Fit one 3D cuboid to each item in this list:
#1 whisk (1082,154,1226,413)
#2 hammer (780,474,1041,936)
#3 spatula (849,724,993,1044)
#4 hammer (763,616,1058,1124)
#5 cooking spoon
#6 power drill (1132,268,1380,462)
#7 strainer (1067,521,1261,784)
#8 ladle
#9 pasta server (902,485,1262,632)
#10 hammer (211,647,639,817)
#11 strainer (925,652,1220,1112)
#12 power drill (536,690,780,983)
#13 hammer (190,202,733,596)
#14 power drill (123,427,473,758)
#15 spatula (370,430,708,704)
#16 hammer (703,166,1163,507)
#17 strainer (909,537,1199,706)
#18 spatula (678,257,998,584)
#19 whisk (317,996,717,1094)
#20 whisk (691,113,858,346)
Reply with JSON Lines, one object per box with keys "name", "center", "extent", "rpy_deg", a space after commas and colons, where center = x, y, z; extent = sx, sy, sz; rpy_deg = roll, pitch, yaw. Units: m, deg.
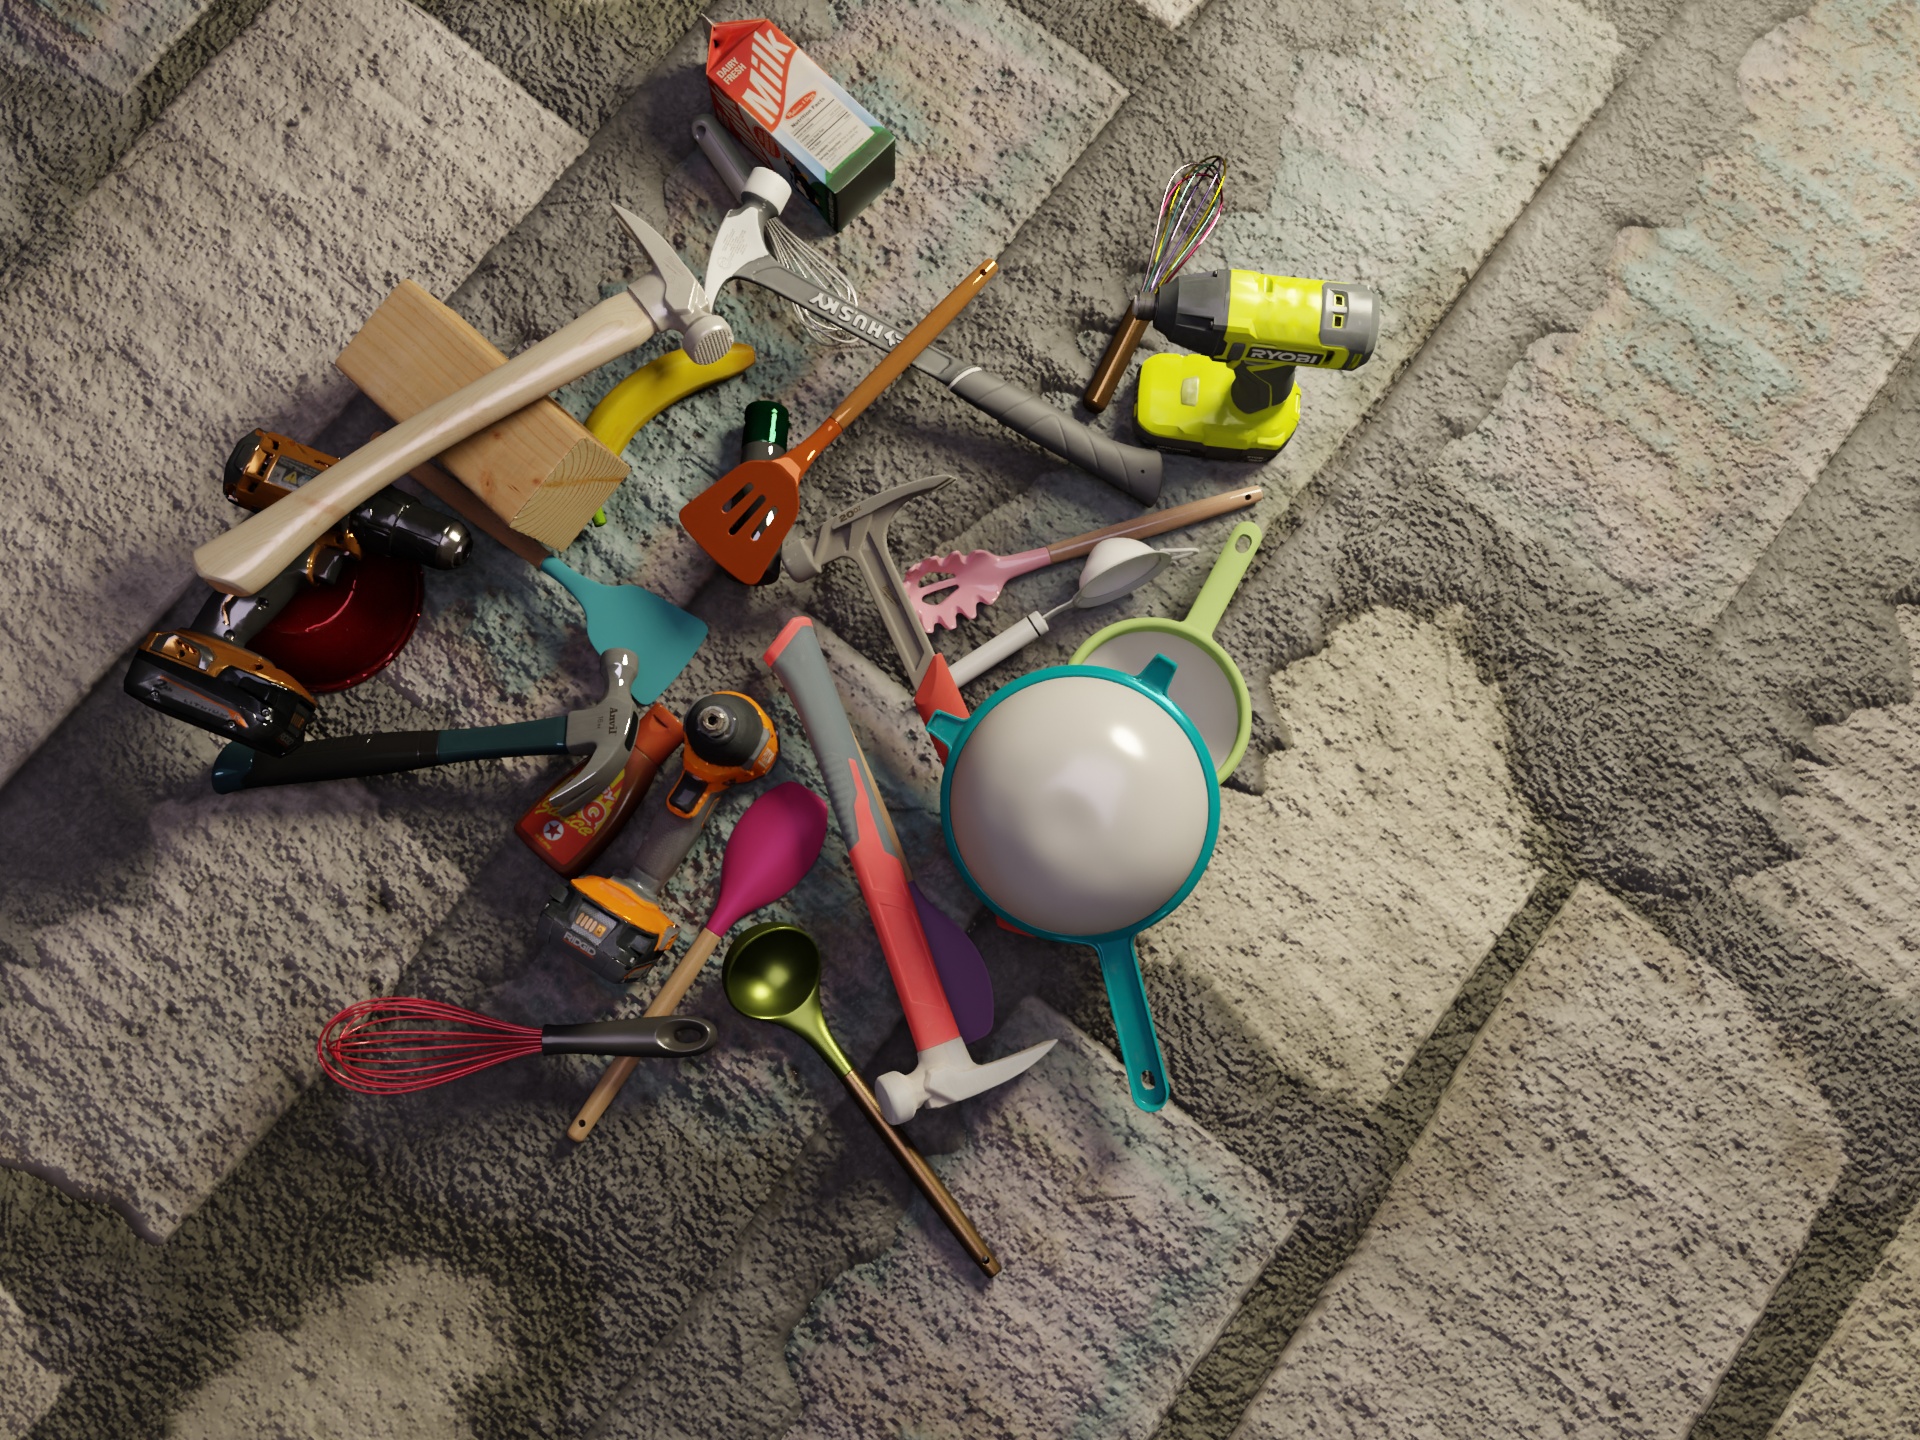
{"name": "whisk", "center": [0.161, -0.366, 1.331], "extent": [0.047, 0.051, 0.245], "rpy_deg": [24, 84, 23]}
{"name": "hammer", "center": [-0.002, -0.004, 1.229], "extent": [0.149, 0.037, 0.359], "rpy_deg": [-25, 90, 12]}
{"name": "spatula", "center": [-0.051, 0.104, 1.249], "extent": [0.060, 0.018, 0.316], "rpy_deg": [-23, 83, -10]}
{"name": "hammer", "center": [-0.053, 0.099, 1.219], "extent": [0.143, 0.038, 0.386], "rpy_deg": [-16, 81, -23]}
{"name": "cooking spoon", "center": [-0.206, 0.186, 1.229], "extent": [0.069, 0.017, 0.319], "rpy_deg": [32, 81, 7]}
{"name": "power drill", "center": [0.206, -0.275, 1.219], "extent": [0.171, 0.223, 0.080], "rpy_deg": [6, 80, -1]}
{"name": "strainer", "center": [0.172, -0.044, 1.262], "extent": [0.151, 0.069, 0.256], "rpy_deg": [29, 72, 4]}
{"name": "ladle", "center": [-0.069, 0.288, 1.198], "extent": [0.078, 0.062, 0.320], "rpy_deg": [-36, 86, -11]}
{"name": "pasta server", "center": [0.098, -0.140, 1.287], "extent": [0.316, 0.040, 0.060], "rpy_deg": [-17, 106, -6]}
{"name": "hammer", "center": [-0.412, 0.021, 1.225], "extent": [0.331, 0.033, 0.128], "rpy_deg": [-6, 63, 4]}
{"name": "strainer", "center": [0.097, 0.129, 1.154], "extent": [0.211, 0.095, 0.340], "rpy_deg": [-14, 91, 11]}
{"name": "power drill", "center": [-0.216, 0.079, 1.175], "extent": [0.084, 0.164, 0.226], "rpy_deg": [31, 83, 4]}
{"name": "hammer", "center": [-0.375, -0.226, 1.161], "extent": [0.410, 0.038, 0.146], "rpy_deg": [-34, 73, -9]}
{"name": "power drill", "center": [-0.487, -0.089, 1.183], "extent": [0.185, 0.084, 0.226], "rpy_deg": [21, 75, 1]}
{"name": "spatula", "center": [-0.351, -0.137, 1.280], "extent": [0.317, 0.044, 0.082], "rpy_deg": [36, 82, 9]}
{"name": "hammer", "center": [-0.017, -0.279, 1.276], "extent": [0.409, 0.036, 0.149], "rpy_deg": [27, 83, -7]}
{"name": "strainer", "center": [0.067, -0.083, 1.263], "extent": [0.258, 0.086, 0.050], "rpy_deg": [-33, 75, 3]}
{"name": "spatula", "center": [-0.082, -0.245, 1.237], "extent": [0.081, 0.041, 0.322], "rpy_deg": [43, 78, -4]}
{"name": "whisk", "center": [-0.330, 0.240, 1.189], "extent": [0.296, 0.073, 0.073], "rpy_deg": [-1, 80, -2]}
{"name": "whisk", "center": [-0.156, -0.409, 1.322], "extent": [0.059, 0.057, 0.246], "rpy_deg": [-21, 73, -48]}
